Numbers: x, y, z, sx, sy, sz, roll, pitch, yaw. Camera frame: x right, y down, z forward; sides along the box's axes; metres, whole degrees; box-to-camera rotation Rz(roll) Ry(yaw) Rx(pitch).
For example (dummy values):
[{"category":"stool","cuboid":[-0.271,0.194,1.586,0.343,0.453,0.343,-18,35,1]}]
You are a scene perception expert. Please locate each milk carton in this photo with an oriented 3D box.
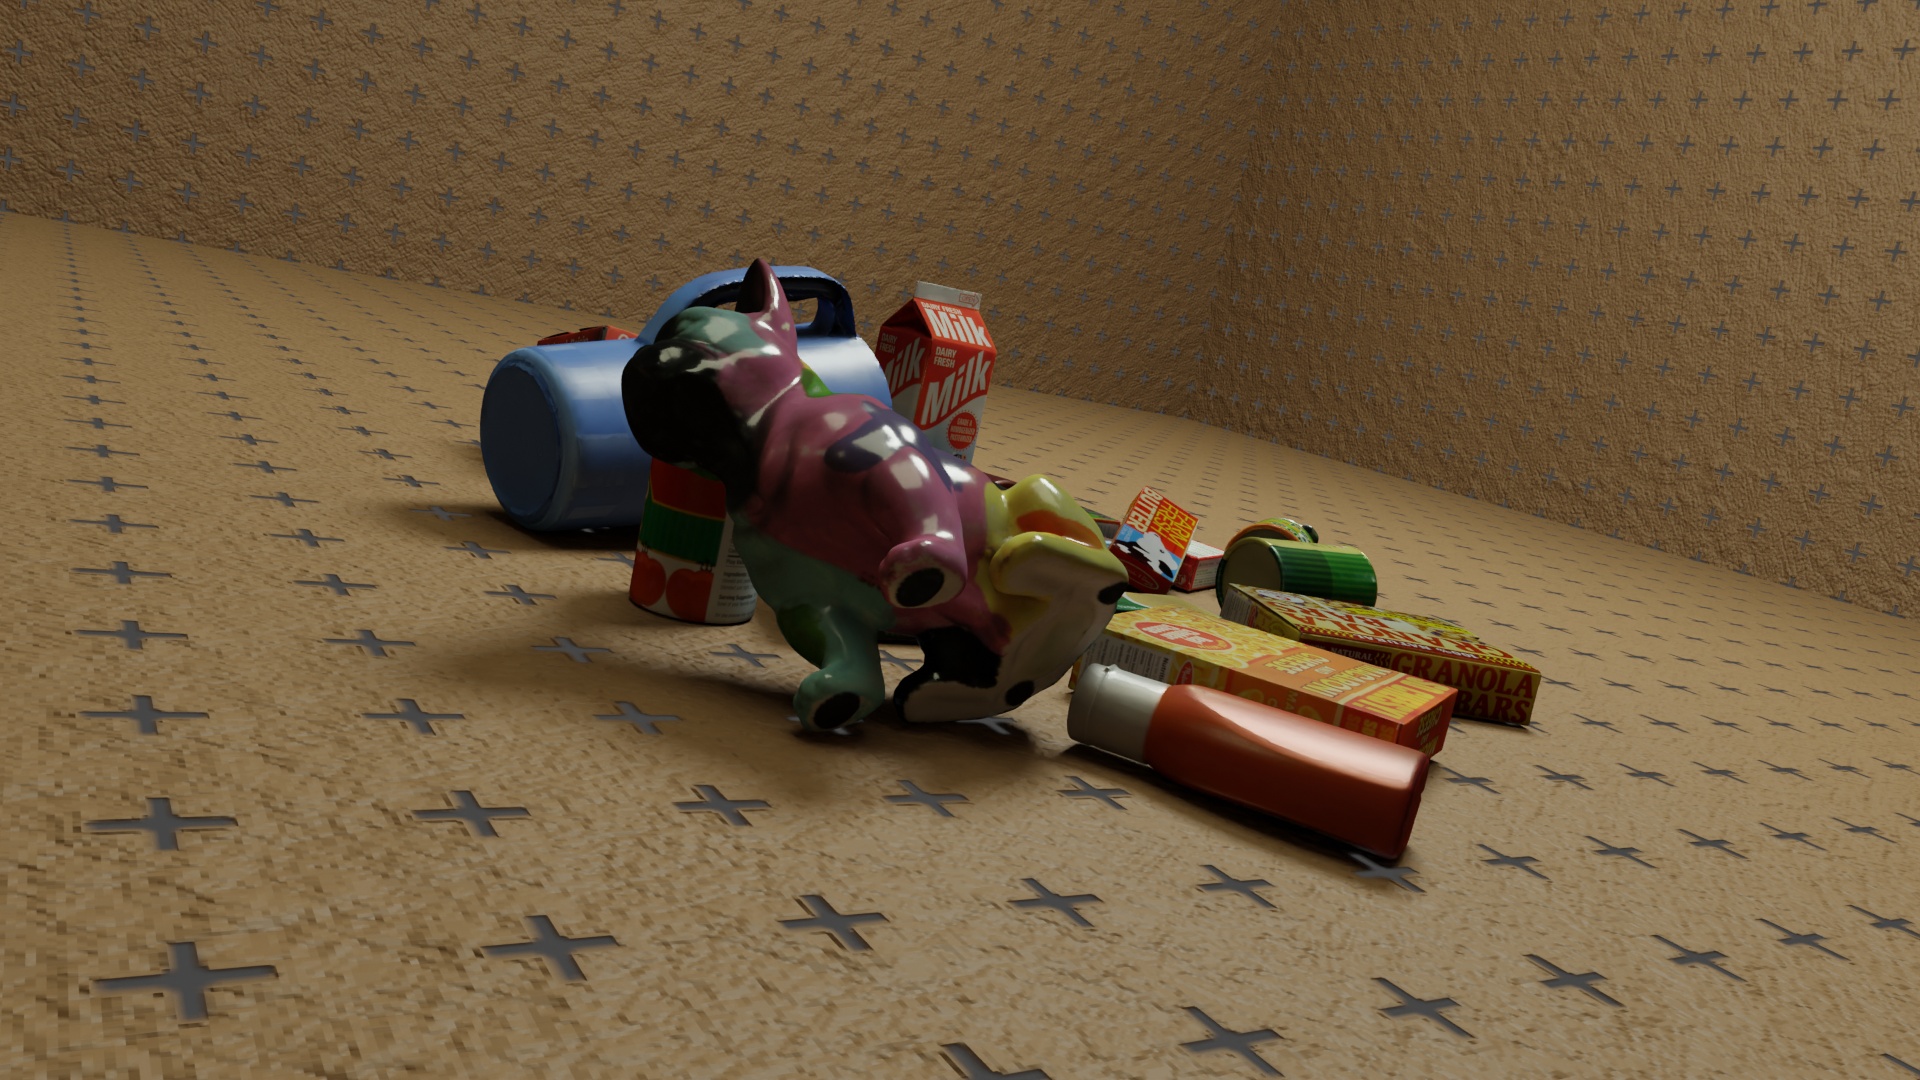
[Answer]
[{"category":"milk carton","cuboid":[-0.029,-0.115,1.148,0.072,0.190,0.073,4,13,-41]}]

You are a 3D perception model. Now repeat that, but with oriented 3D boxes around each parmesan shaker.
[{"category":"parmesan shaker","cuboid":[0.241,0.034,1.007,0.103,0.071,0.071,4,12,-36]}]

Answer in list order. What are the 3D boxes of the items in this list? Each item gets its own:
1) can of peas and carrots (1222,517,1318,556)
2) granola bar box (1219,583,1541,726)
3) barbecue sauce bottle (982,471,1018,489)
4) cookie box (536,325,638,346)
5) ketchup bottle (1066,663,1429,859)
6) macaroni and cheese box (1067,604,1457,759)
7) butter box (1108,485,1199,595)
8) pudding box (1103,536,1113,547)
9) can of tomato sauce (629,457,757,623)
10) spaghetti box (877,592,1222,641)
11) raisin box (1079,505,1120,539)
[{"category":"can of peas and carrots","cuboid":[0.248,0.015,1.101,0.071,0.070,0.059,16,11,22]},{"category":"granola bar box","cuboid":[0.265,0.071,0.896,0.166,0.039,0.124,10,10,-12]},{"category":"barbecue sauce bottle","cuboid":[-0.009,-0.047,1.220,0.148,0.043,0.065,21,2,44]},{"category":"cookie box","cuboid":[-0.221,-0.116,1.047,0.167,0.040,0.123,15,-8,-38]},{"category":"ketchup bottle","cuboid":[0.120,0.090,0.595,0.149,0.043,0.065,16,9,23]},{"category":"macaroni and cheese box","cuboid":[0.159,0.078,0.723,0.166,0.040,0.124,17,11,29]},{"category":"butter box","cuboid":[0.143,0.001,1.045,0.053,0.024,0.104,33,34,2]},{"category":"pudding box","cuboid":[0.081,0.009,1.052,0.084,0.030,0.050,5,11,-37]},{"category":"can of tomato sauce","cuboid":[-0.133,-0.007,0.716,0.071,0.083,0.071,12,9,-2]},{"category":"spaghetti box","cuboid":[0.044,0.044,0.809,0.250,0.028,0.050,6,11,-33]},{"category":"raisin box","cuboid":[0.053,-0.013,1.114,0.123,0.040,0.086,6,12,-38]}]
